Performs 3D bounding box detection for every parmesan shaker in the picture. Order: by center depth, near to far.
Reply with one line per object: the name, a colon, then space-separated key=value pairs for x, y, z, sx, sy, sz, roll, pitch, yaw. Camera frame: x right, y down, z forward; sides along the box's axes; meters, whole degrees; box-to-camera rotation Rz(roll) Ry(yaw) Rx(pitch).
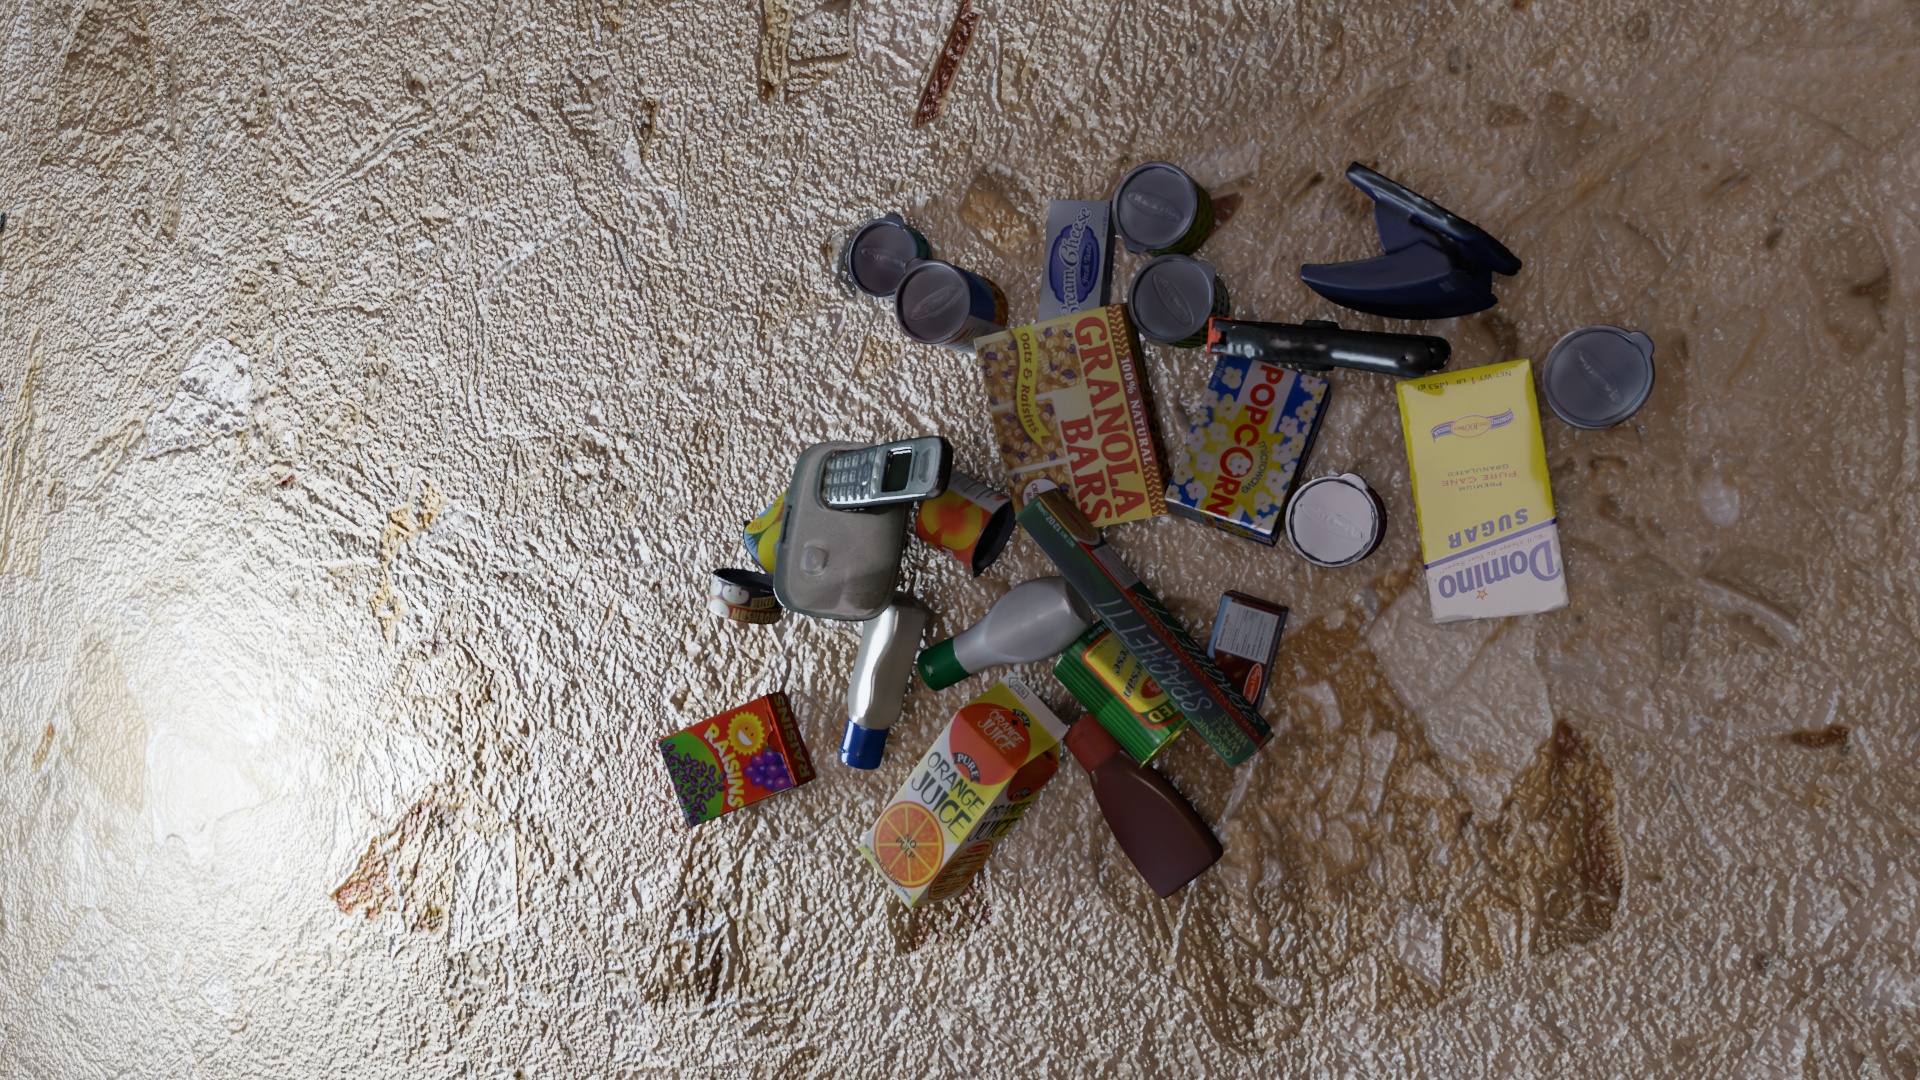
parmesan shaker: x=0.127 y=0.117 z=1.076 sx=0.103 sy=0.071 sz=0.071 roll=45 pitch=107 yaw=15

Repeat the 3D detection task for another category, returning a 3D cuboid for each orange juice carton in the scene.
orange juice carton: x=0.009 y=0.200 z=1.121 sx=0.072 sy=0.073 sz=0.192 roll=44 pitch=108 yaw=28

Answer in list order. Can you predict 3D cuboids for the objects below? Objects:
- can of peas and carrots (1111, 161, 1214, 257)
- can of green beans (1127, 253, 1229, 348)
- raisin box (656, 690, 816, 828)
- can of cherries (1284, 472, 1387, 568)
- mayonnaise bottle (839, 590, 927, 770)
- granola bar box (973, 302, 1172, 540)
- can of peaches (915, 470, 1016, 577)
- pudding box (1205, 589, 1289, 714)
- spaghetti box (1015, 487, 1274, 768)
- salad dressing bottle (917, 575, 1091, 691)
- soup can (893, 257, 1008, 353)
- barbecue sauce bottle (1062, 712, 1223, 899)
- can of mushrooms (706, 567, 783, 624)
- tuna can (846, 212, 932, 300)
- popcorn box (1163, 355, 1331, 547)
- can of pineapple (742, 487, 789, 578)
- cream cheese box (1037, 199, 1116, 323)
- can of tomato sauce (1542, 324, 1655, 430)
can of peas and carrots: x=0.155 y=-0.248 z=1.061 sx=0.071 sy=0.059 sz=0.071 roll=1 pitch=93 yaw=24
can of green beans: x=0.167 y=-0.181 z=1.058 sx=0.071 sy=0.058 sz=0.071 roll=1 pitch=92 yaw=23
raisin box: x=-0.200 y=0.194 z=1.235 sx=0.123 sy=0.040 sz=0.086 roll=-24 pitch=81 yaw=21
can of cherries: x=0.277 y=-0.016 z=1.016 sx=0.071 sy=0.058 sz=0.071 roll=0 pitch=91 yaw=24
mayonnaise bottle: x=-0.068 y=0.118 z=1.168 sx=0.065 sy=0.041 sz=0.147 roll=35 pitch=113 yaw=62
granola bar box: x=0.091 y=-0.093 z=1.089 sx=0.124 sy=0.039 sz=0.165 roll=-11 pitch=98 yaw=23
can of peaches: x=0.004 y=-0.014 z=1.127 sx=0.058 sy=0.071 sz=0.071 roll=30 pitch=103 yaw=20
pudding box: x=0.215 y=0.084 z=1.060 sx=0.050 sy=0.030 sz=0.083 roll=16 pitch=98 yaw=21
spaghetti box: x=0.138 y=0.063 z=1.043 sx=0.028 sy=0.050 sz=0.250 roll=-45 pitch=79 yaw=23
salad dressing bottle: x=0.033 y=0.078 z=1.131 sx=0.147 sy=0.044 sz=0.064 roll=-27 pitch=81 yaw=23
soup can: x=-0.007 y=-0.189 z=1.118 sx=0.071 sy=0.084 sz=0.071 roll=1 pitch=92 yaw=23
barbecue sauce bottle: x=0.137 y=0.203 z=1.089 sx=0.064 sy=0.044 sz=0.149 roll=-43 pitch=75 yaw=23
can of mushrooms: x=-0.185 y=0.049 z=1.208 sx=0.071 sy=0.071 sz=0.033 roll=17 pitch=99 yaw=22
tuna can: x=-0.058 y=-0.238 z=1.166 sx=0.071 sy=0.033 sz=0.071 roll=1 pitch=92 yaw=23
popcorn box: x=0.215 y=-0.069 z=1.035 sx=0.085 sy=0.038 sz=0.127 roll=20 pitch=83 yaw=20
can of pineapple: x=-0.145 y=-0.006 z=1.190 sx=0.057 sy=0.071 sz=0.071 roll=-41 pitch=76 yaw=18
cream cheese box: x=0.093 y=-0.218 z=1.107 sx=0.053 sy=0.024 sz=0.103 roll=7 pitch=94 yaw=24
can of tomato sauce: x=0.429 y=-0.110 z=0.935 sx=0.071 sy=0.083 sz=0.071 roll=1 pitch=92 yaw=23
